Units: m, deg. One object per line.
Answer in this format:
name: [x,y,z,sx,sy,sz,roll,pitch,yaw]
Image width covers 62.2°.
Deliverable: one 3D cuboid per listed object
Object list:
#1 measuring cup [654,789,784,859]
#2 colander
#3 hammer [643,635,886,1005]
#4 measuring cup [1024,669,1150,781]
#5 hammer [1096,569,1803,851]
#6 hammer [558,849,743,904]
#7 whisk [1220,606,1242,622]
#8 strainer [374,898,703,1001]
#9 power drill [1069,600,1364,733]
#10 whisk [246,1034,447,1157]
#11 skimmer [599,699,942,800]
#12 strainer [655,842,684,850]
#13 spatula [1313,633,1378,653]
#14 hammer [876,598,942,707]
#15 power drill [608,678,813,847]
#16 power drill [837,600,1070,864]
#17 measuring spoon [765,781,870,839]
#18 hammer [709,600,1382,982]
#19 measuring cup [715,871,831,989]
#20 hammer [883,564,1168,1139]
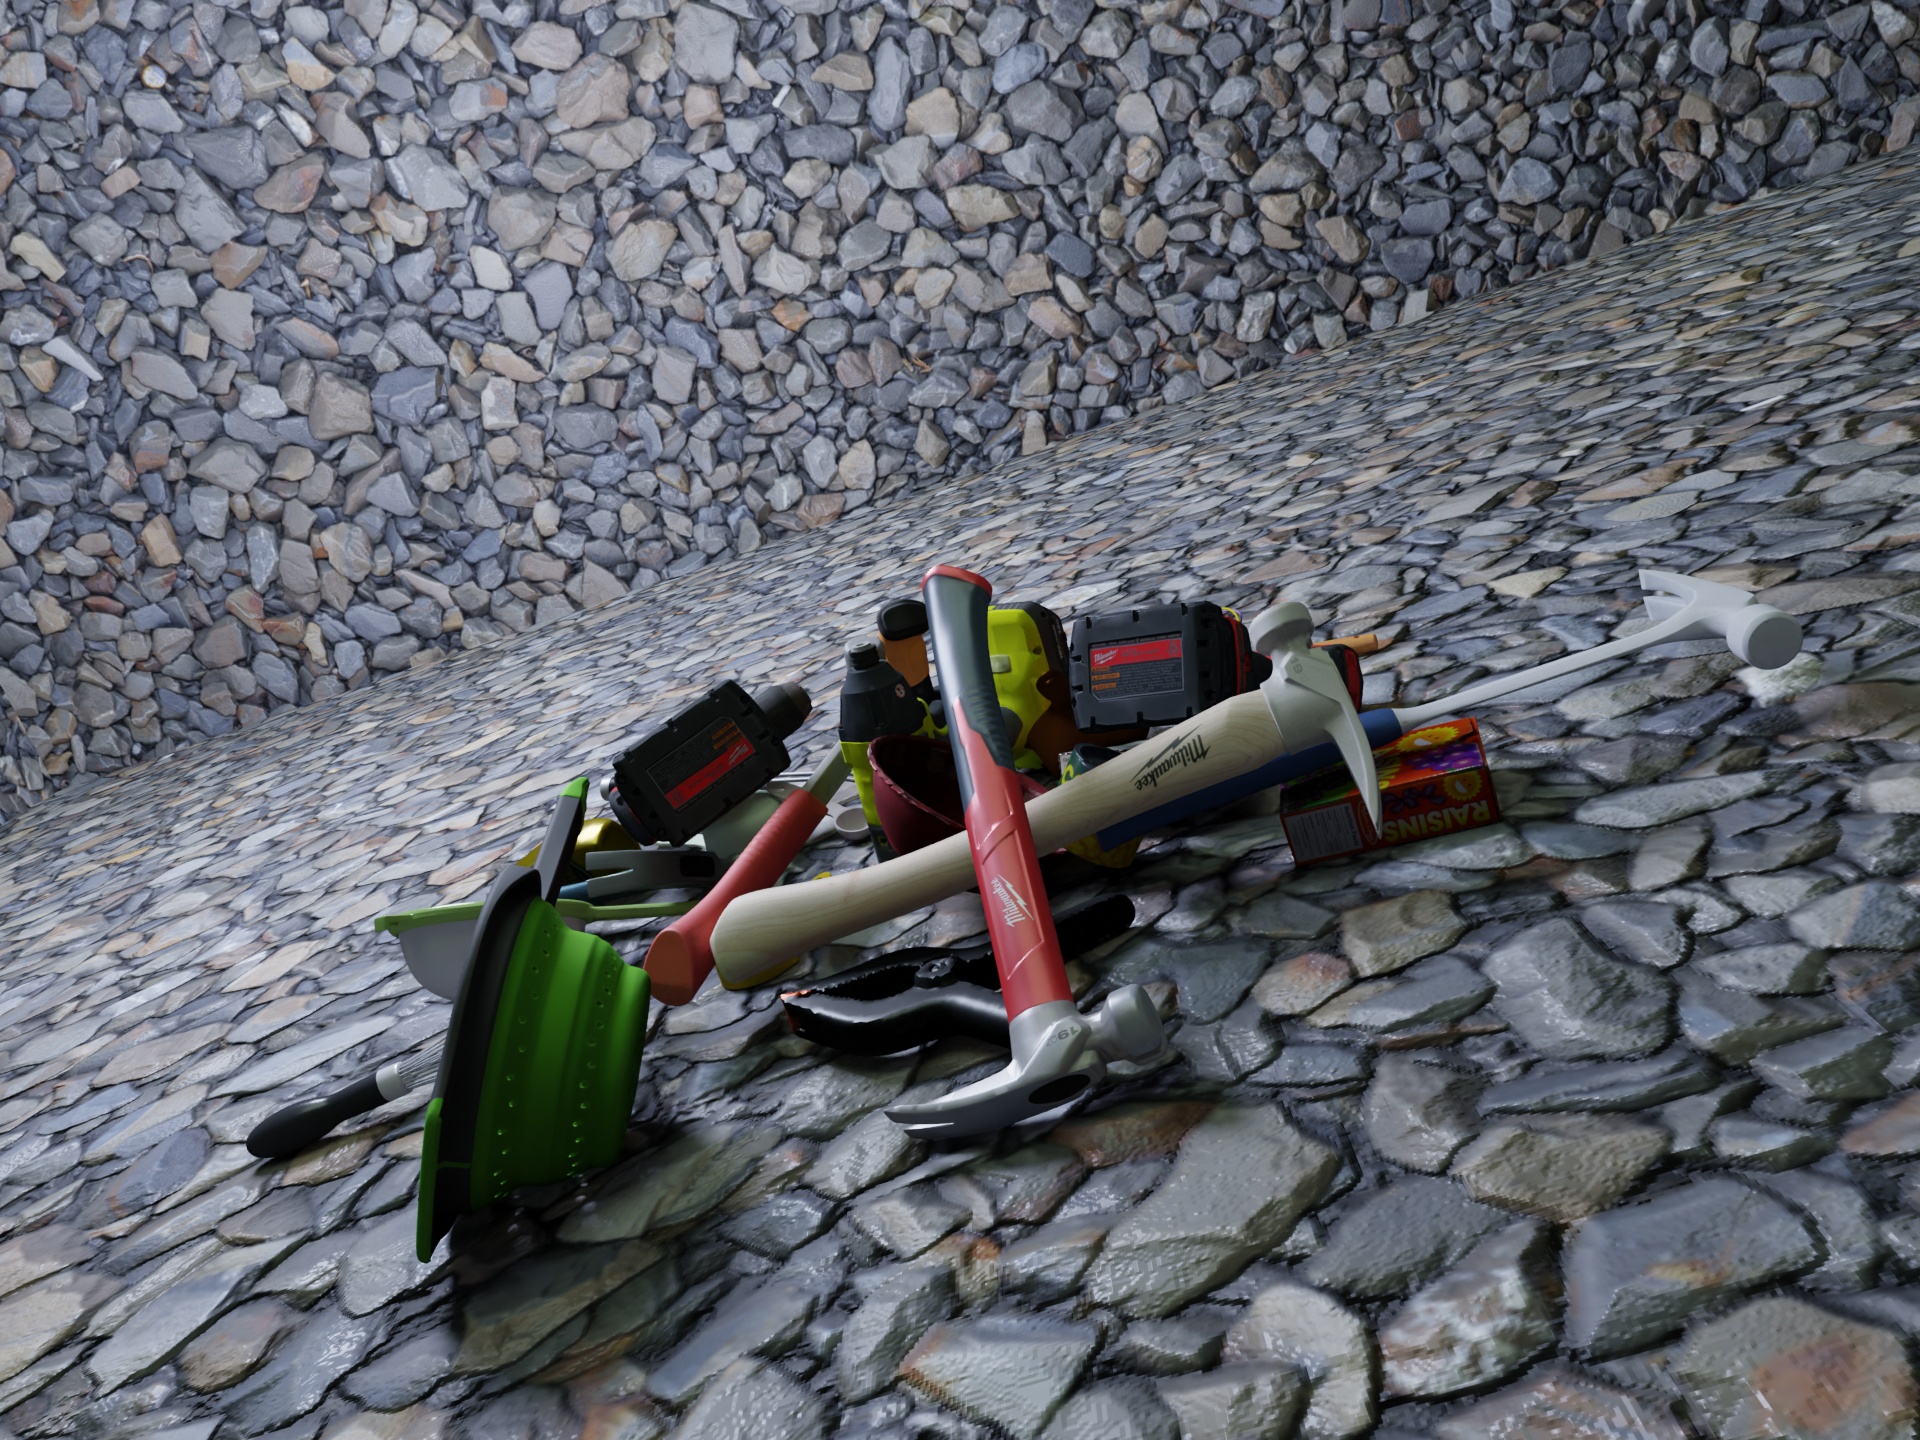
measuring cup: [-0.222,0.087,1.349,0.167,0.038,0.083,0,27,21]
colander: [-0.230,0.150,0.963,0.094,0.204,0.397,10,27,-7]
hammer: [-0.119,0.084,1.121,0.037,0.149,0.359,4,31,20]
measuring cup: [0.089,0.002,1.155,0.095,0.052,0.173,-38,-17,5]
hammer: [0.272,-0.003,0.960,0.405,0.035,0.144,-19,16,6]
hammer: [-0.326,0.147,1.292,0.331,0.033,0.128,-16,-16,34]
whisk: [0.176,-0.073,1.463,0.051,0.047,0.245,-15,7,-28]
strainer: [-0.294,0.173,1.187,0.256,0.069,0.151,-4,-13,-4]
power drill: [0.176,-0.028,1.118,0.143,0.078,0.219,-6,-7,38]
whisk: [-0.351,0.228,1.067,0.284,0.070,0.070,-24,15,1]
skimmer: [-0.156,0.022,1.382,0.363,0.090,0.127,-4,21,18]
strainer: [-0.238,0.084,1.441,0.087,0.050,0.258,-16,22,21]
spatula: [0.189,-0.044,1.343,0.322,0.041,0.081,-11,17,26]
hammer: [-0.050,-0.044,1.379,0.127,0.034,0.336,-17,-11,-2]
power drill: [-0.189,0.026,1.249,0.188,0.080,0.226,-36,3,-12]
power drill: [-0.002,-0.004,1.209,0.080,0.171,0.223,-3,19,38]
measuring spoon: [-0.116,0.074,1.306,0.124,0.018,0.034,19,40,39]
hammer: [0.041,0.075,0.943,0.410,0.146,0.038,-24,-26,10]
measuring cup: [-0.128,0.138,1.134,0.062,0.029,0.156,-13,20,23]
hammer: [0.004,0.051,0.908,0.143,0.038,0.387,-25,44,12]
